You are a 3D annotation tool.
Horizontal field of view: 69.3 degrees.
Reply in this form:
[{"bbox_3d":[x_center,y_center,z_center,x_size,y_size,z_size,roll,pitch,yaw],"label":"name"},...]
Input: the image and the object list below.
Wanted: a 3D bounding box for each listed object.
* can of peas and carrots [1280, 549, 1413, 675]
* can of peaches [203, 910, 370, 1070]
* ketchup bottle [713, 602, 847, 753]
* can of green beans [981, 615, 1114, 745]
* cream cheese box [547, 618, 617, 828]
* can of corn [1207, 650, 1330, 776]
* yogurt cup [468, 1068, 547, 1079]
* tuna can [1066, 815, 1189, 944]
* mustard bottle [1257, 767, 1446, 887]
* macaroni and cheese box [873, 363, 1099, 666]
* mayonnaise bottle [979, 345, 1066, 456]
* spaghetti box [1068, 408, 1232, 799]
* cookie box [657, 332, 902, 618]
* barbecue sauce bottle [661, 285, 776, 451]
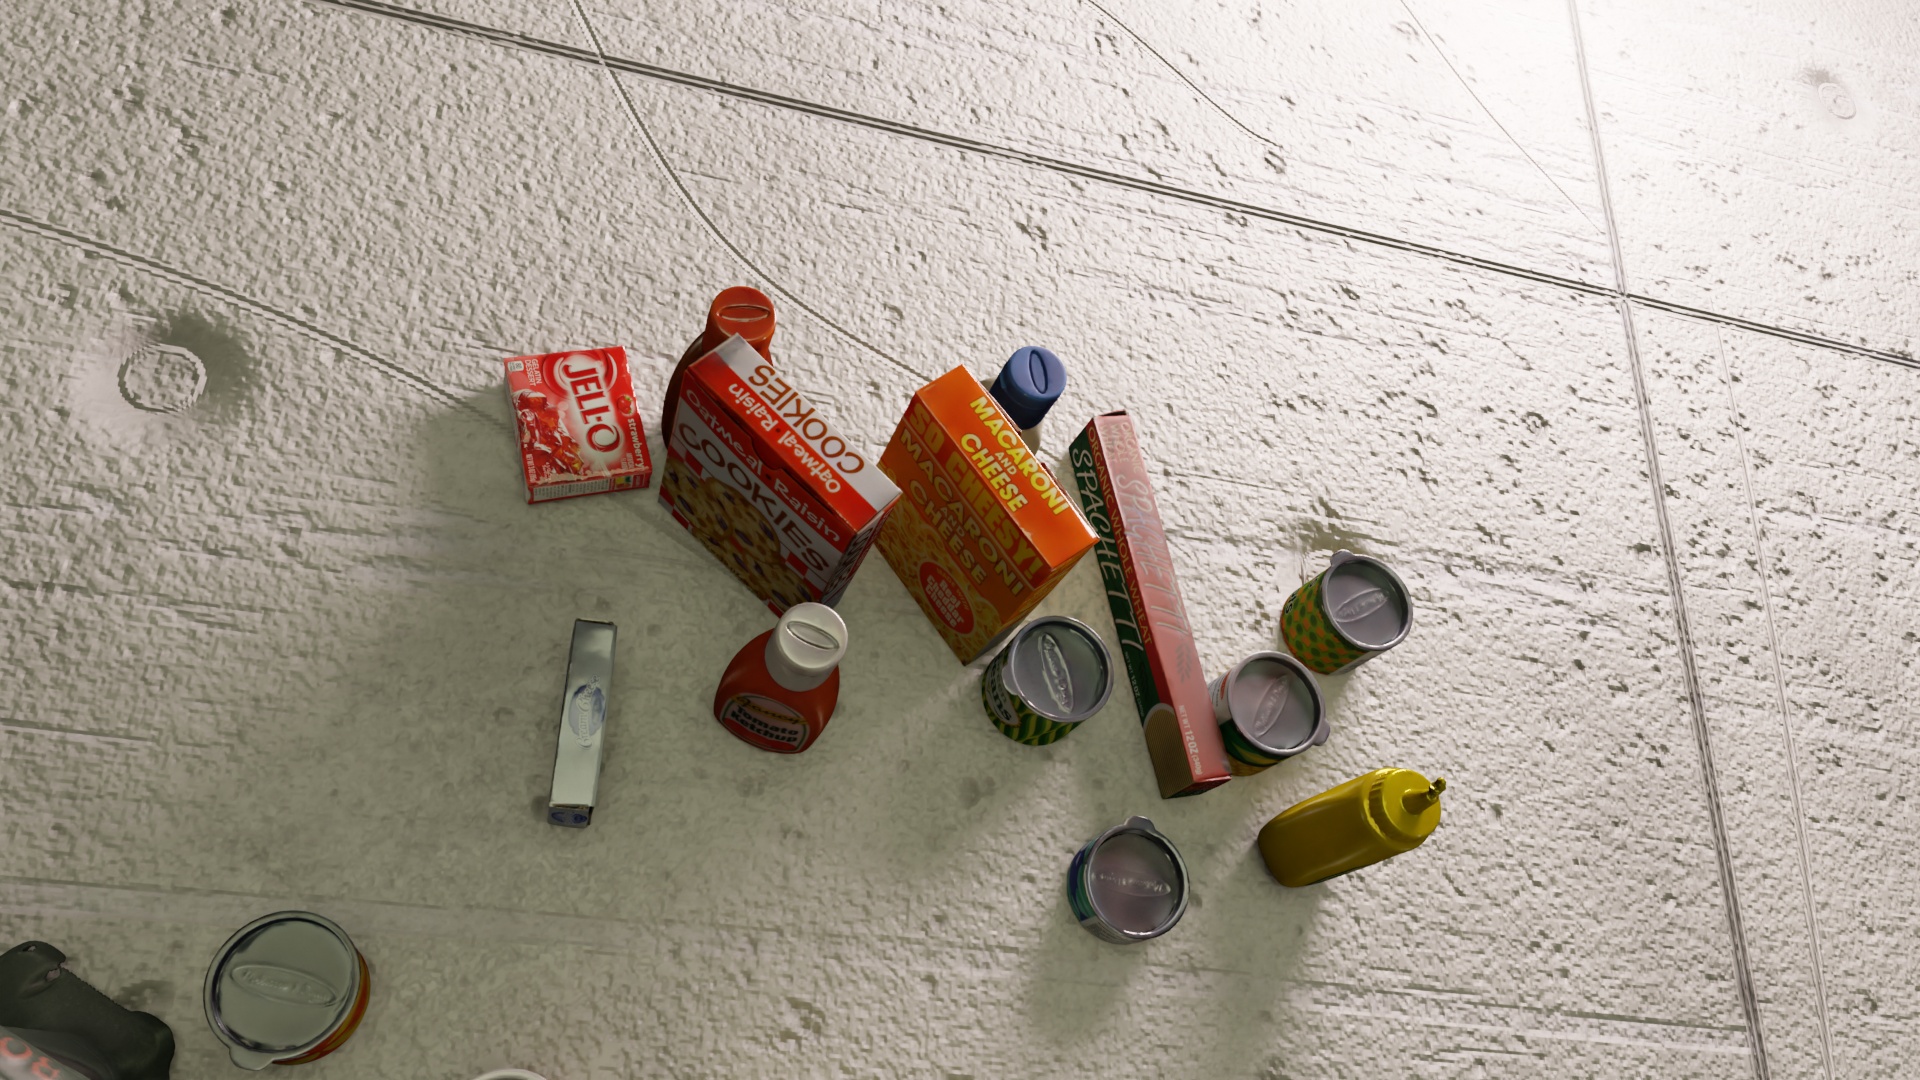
[{"bbox_3d":[0.253,0.048,0.919,0.071,0.058,0.071,7,66,-15],"label":"can of peas and carrots"},{"bbox_3d":[-0.321,0.217,0.664,0.071,0.057,0.071,7,66,-15],"label":"can of peaches"},{"bbox_3d":[-0.093,0.074,0.747,0.065,0.148,0.044,24,63,-6],"label":"ketchup bottle"},{"bbox_3d":[0.051,0.086,0.839,0.071,0.057,0.071,7,66,-15],"label":"can of green beans"},{"bbox_3d":[-0.205,0.100,0.754,0.024,0.053,0.104,8,65,-14],"label":"cream cheese box"},{"bbox_3d":[0.187,0.111,0.870,0.071,0.058,0.071,7,66,-15],"label":"can of corn"},{"bbox_3d":[-0.220,0.290,0.666,0.072,0.053,0.072,7,66,-15],"label":"yogurt cup"},{"bbox_3d":[0.098,0.200,0.818,0.071,0.032,0.071,7,65,-15],"label":"tuna can"},{"bbox_3d":[0.233,0.163,0.804,0.065,0.159,0.049,-18,74,-24],"label":"mustard bottle"},{"bbox_3d":[0.003,-0.010,0.805,0.040,0.165,0.124,-33,80,-26],"label":"macaroni and cheese box"},{"bbox_3d":[0.024,-0.067,0.846,0.041,0.147,0.065,-3,68,-18],"label":"mayonnaise bottle"},{"bbox_3d":[0.118,0.038,0.886,0.029,0.050,0.251,-6,69,-20],"label":"spaghetti box"},{"bbox_3d":[-0.107,-0.024,0.776,0.123,0.166,0.040,44,62,4],"label":"cookie box"},{"bbox_3d":[-0.136,-0.094,0.808,0.065,0.148,0.044,-3,69,-19],"label":"barbecue sauce bottle"}]
